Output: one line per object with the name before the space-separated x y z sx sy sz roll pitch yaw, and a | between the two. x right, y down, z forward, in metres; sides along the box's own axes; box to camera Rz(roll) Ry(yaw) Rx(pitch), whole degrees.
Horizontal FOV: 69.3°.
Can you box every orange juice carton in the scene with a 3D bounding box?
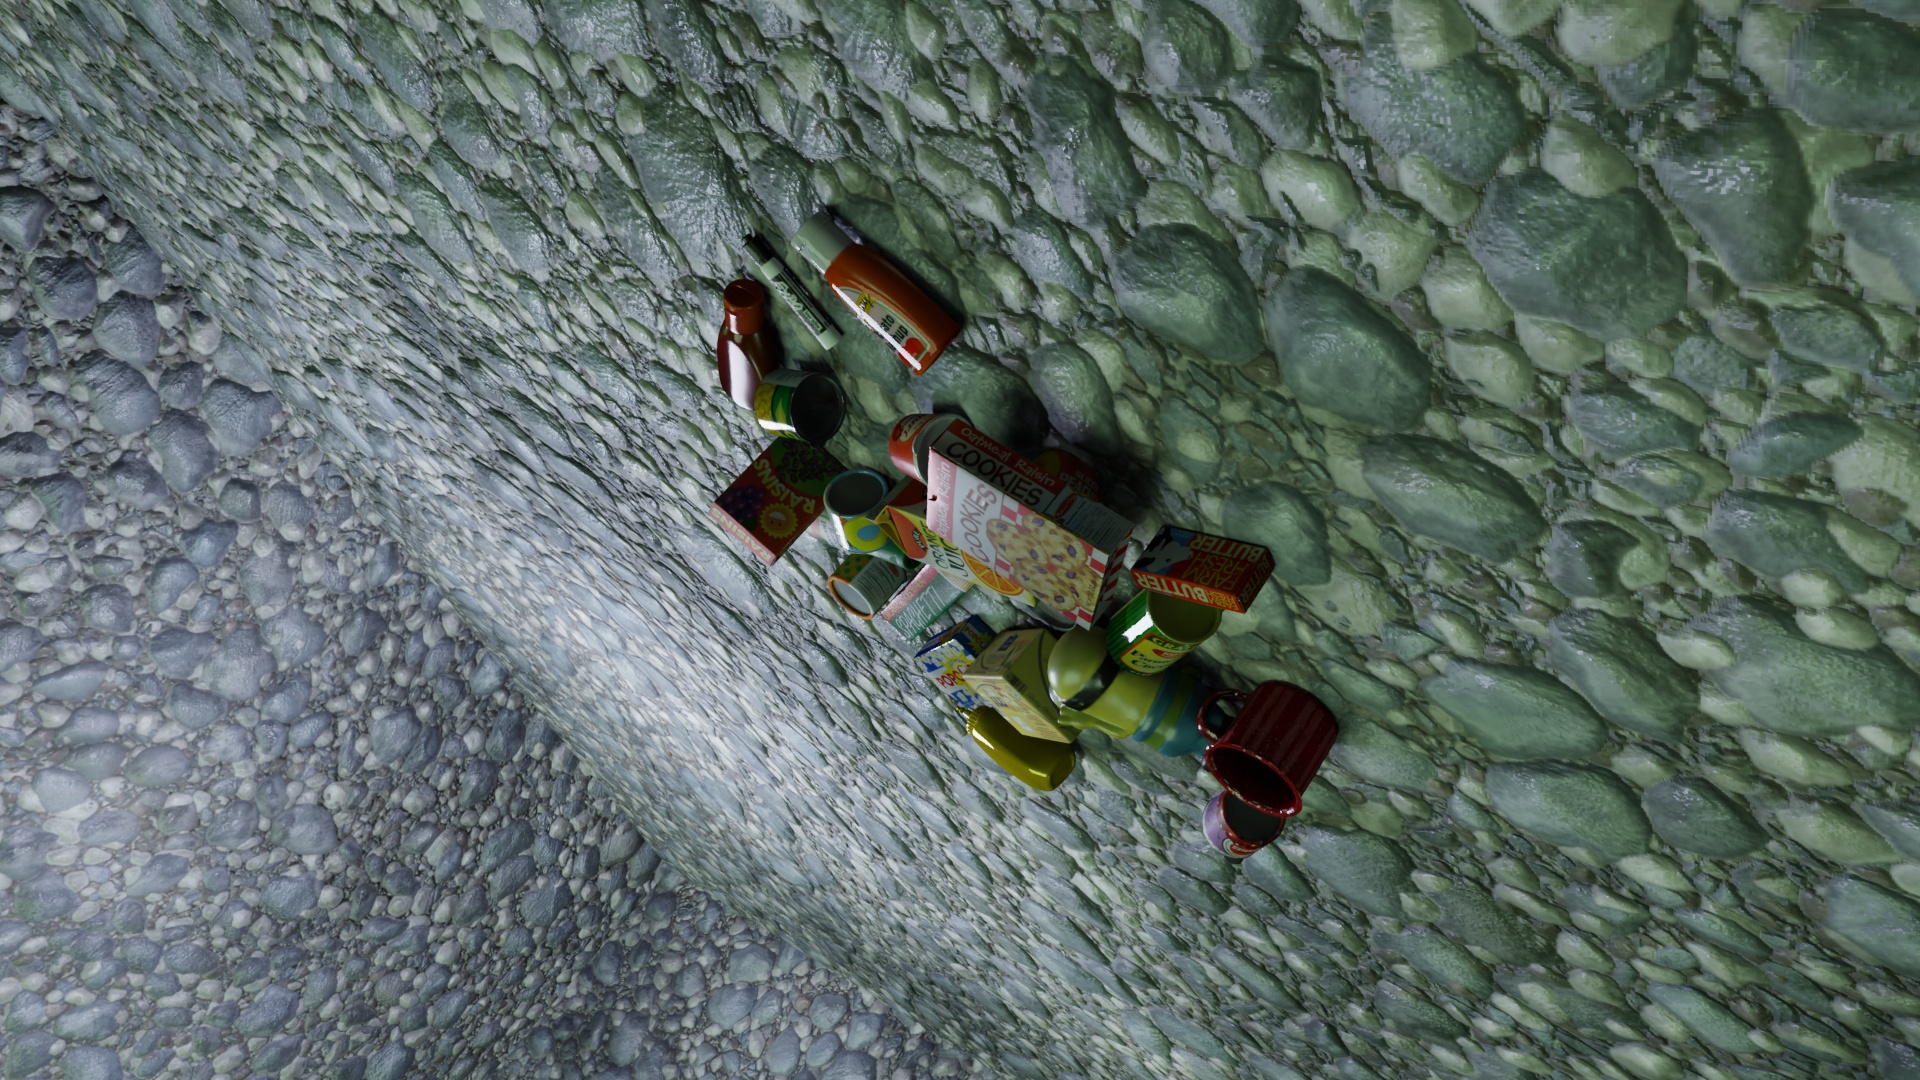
orange juice carton | 0.005 -0.016 1.266 0.193 0.072 0.072 21 146 34

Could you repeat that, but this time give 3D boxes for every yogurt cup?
yogurt cup | -0.026 -0.081 1.218 0.054 0.072 0.072 19 147 51

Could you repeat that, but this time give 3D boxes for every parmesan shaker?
parmesan shaker | 0.174 0.072 1.185 0.071 0.071 0.102 39 154 3

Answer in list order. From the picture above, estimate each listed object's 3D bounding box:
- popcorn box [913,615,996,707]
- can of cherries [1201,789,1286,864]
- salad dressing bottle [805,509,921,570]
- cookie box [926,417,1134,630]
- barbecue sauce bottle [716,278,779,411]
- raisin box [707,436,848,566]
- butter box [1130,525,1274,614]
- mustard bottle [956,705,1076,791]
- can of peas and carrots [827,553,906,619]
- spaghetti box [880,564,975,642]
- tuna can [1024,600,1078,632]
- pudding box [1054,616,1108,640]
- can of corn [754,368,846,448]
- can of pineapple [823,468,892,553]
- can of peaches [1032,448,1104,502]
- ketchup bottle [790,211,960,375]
popcorn box | 0.010 0.135 1.527 0.085 0.038 0.126 45 153 -6
can of cherries | 0.276 0.273 1.350 0.071 0.072 0.058 37 152 7
salad dressing bottle | -0.102 -0.008 1.450 0.148 0.044 0.064 20 146 35
cookie box | 0.050 -0.012 1.113 0.167 0.040 0.122 32 153 16
barbecue sauce bottle | -0.202 -0.185 1.313 0.065 0.044 0.147 34 152 14
raisin box | -0.182 -0.047 1.407 0.086 0.124 0.040 41 153 -1
butter box | 0.191 0.022 1.099 0.103 0.053 0.024 15 145 42
mustard bottle | 0.056 0.225 1.582 0.160 0.065 0.048 28 146 37
can of peas and carrots | -0.104 0.044 1.516 0.071 0.059 0.070 31 152 19
spaghetti box | -0.028 0.052 1.461 0.050 0.029 0.249 42 153 -1
tuna can | 0.090 0.052 1.300 0.071 0.033 0.070 31 152 19
pudding box | 0.136 0.107 1.327 0.083 0.030 0.049 47 152 -13
can of corn | -0.151 -0.125 1.307 0.058 0.071 0.071 14 143 44
can of pineapple | -0.097 -0.030 1.389 0.071 0.071 0.057 25 150 28
can of peaches | 0.077 -0.034 1.157 0.071 0.058 0.071 32 152 19
ketchup bottle | -0.069 -0.201 1.114 0.149 0.044 0.064 43 154 -3
